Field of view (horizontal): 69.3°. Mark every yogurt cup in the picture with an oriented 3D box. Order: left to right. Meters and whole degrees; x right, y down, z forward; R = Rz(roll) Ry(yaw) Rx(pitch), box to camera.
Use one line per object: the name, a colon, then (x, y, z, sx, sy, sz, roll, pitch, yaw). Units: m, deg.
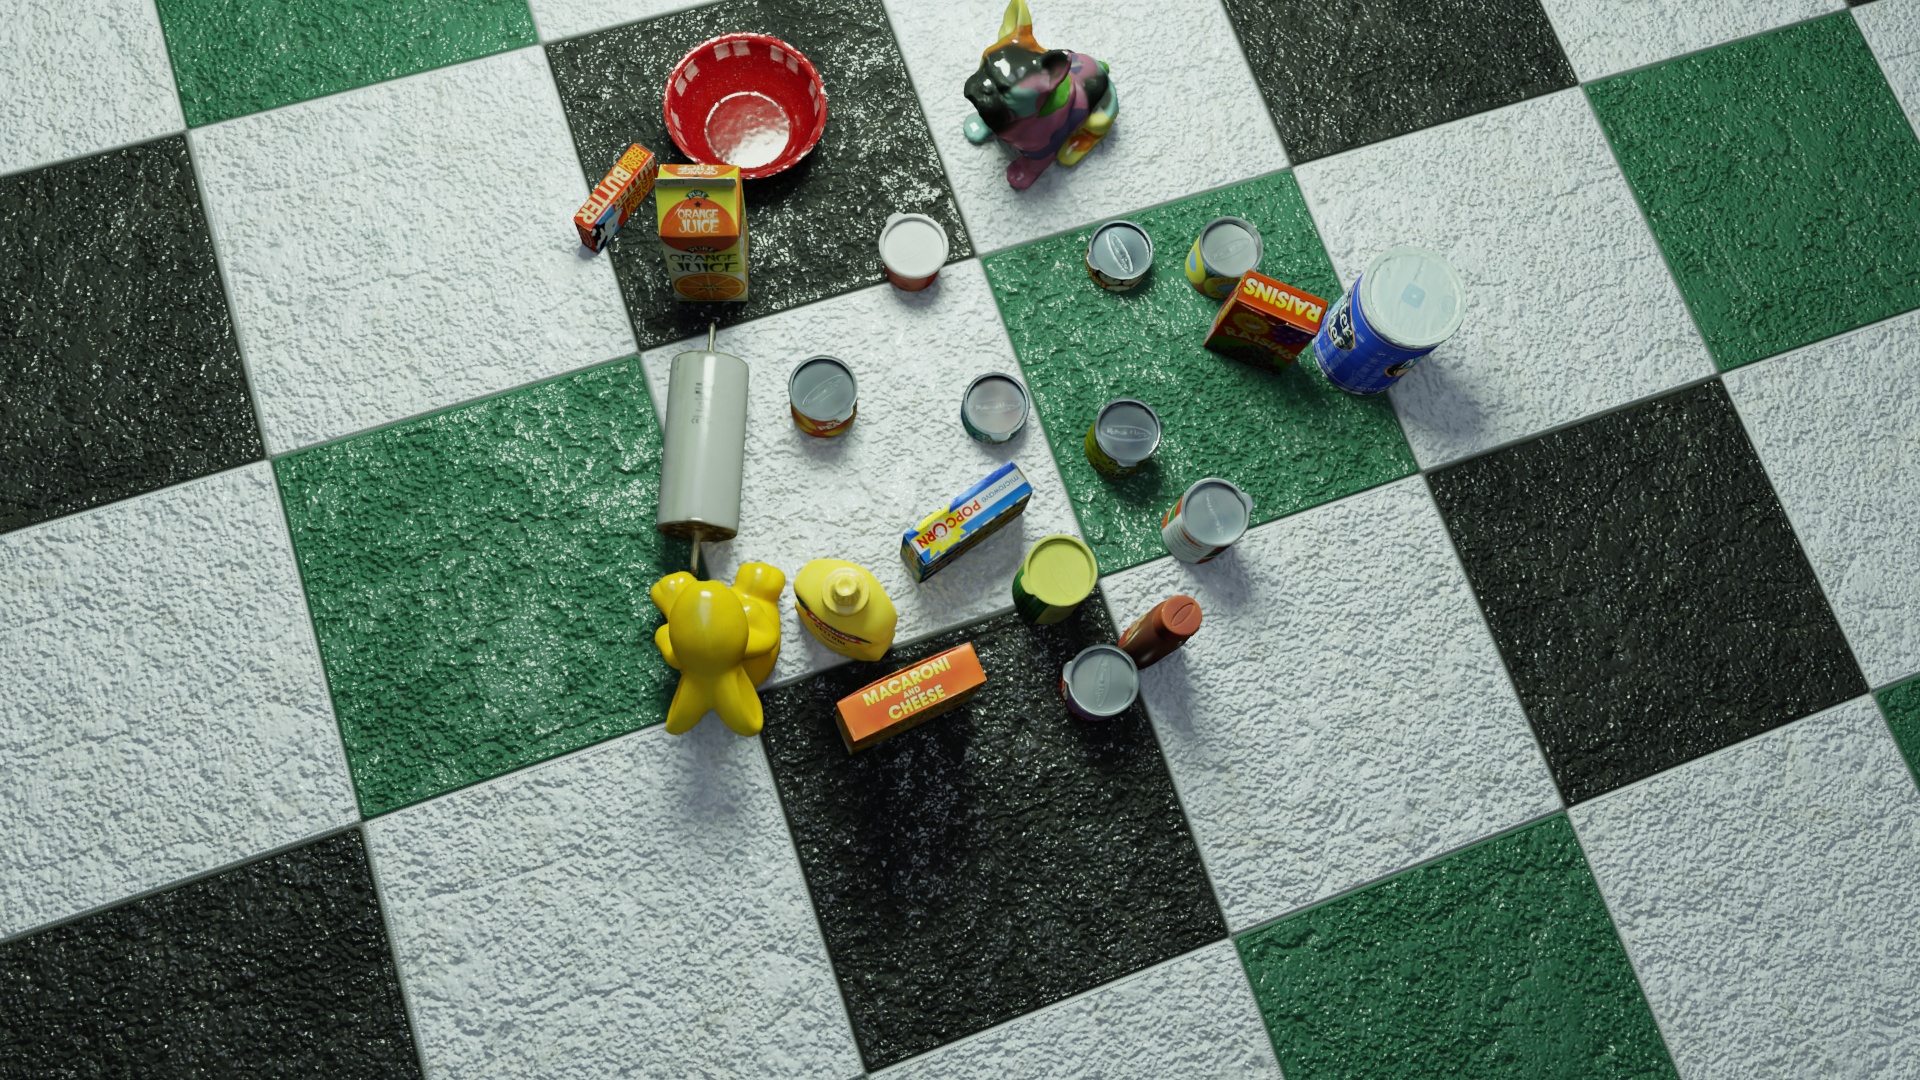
yogurt cup: (-0.048, -0.283, 1.382, 0.072, 0.054, 0.072, 1, 77, -5)

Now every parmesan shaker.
parmesan shaker: (0.083, 0.039, 1.291, 0.071, 0.103, 0.071, 1, 77, -5)

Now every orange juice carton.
orange juice carton: (-0.238, -0.292, 1.294, 0.072, 0.192, 0.073, -1, 77, -6)

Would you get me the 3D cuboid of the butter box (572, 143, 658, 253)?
butter box: (-0.338, -0.337, 1.367, 0.024, 0.053, 0.104, 33, 76, 3)

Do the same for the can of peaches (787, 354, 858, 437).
can of peaches: (-0.131, -0.136, 1.336, 0.071, 0.058, 0.071, 1, 77, -5)

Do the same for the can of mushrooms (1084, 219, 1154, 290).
can of mushrooms: (0.159, -0.289, 1.413, 0.071, 0.033, 0.071, 1, 76, -5)

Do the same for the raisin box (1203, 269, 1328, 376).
raisin box: (0.297, -0.211, 1.361, 0.086, 0.123, 0.040, 23, 76, 0)

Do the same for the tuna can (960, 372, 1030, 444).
tuna can: (0.034, -0.127, 1.362, 0.071, 0.032, 0.071, 1, 76, -5)

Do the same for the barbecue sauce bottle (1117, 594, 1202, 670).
barbecue sauce bottle: (0.185, 0.081, 1.267, 0.065, 0.148, 0.044, -43, 84, -13)

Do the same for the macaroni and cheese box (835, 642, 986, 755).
macaroni and cheese box: (-0.048, 0.141, 1.221, 0.124, 0.166, 0.040, -24, 80, -10)

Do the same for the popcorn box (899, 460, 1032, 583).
popcorn box: (0.005, -0.016, 1.306, 0.127, 0.085, 0.038, -35, 82, -12)

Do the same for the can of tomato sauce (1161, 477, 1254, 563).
can of tomato sauce: (0.235, -0.018, 1.329, 0.071, 0.083, 0.071, 1, 77, -5)

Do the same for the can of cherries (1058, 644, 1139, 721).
can of cherries: (0.126, 0.133, 1.295, 0.071, 0.058, 0.071, 1, 77, -5)

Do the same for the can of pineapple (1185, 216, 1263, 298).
can of pineapple: (0.267, -0.285, 1.410, 0.071, 0.057, 0.071, 1, 77, -5)

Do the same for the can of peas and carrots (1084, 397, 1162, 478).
can of peas and carrots: (0.158, -0.097, 1.354, 0.071, 0.058, 0.071, 1, 77, -5)
